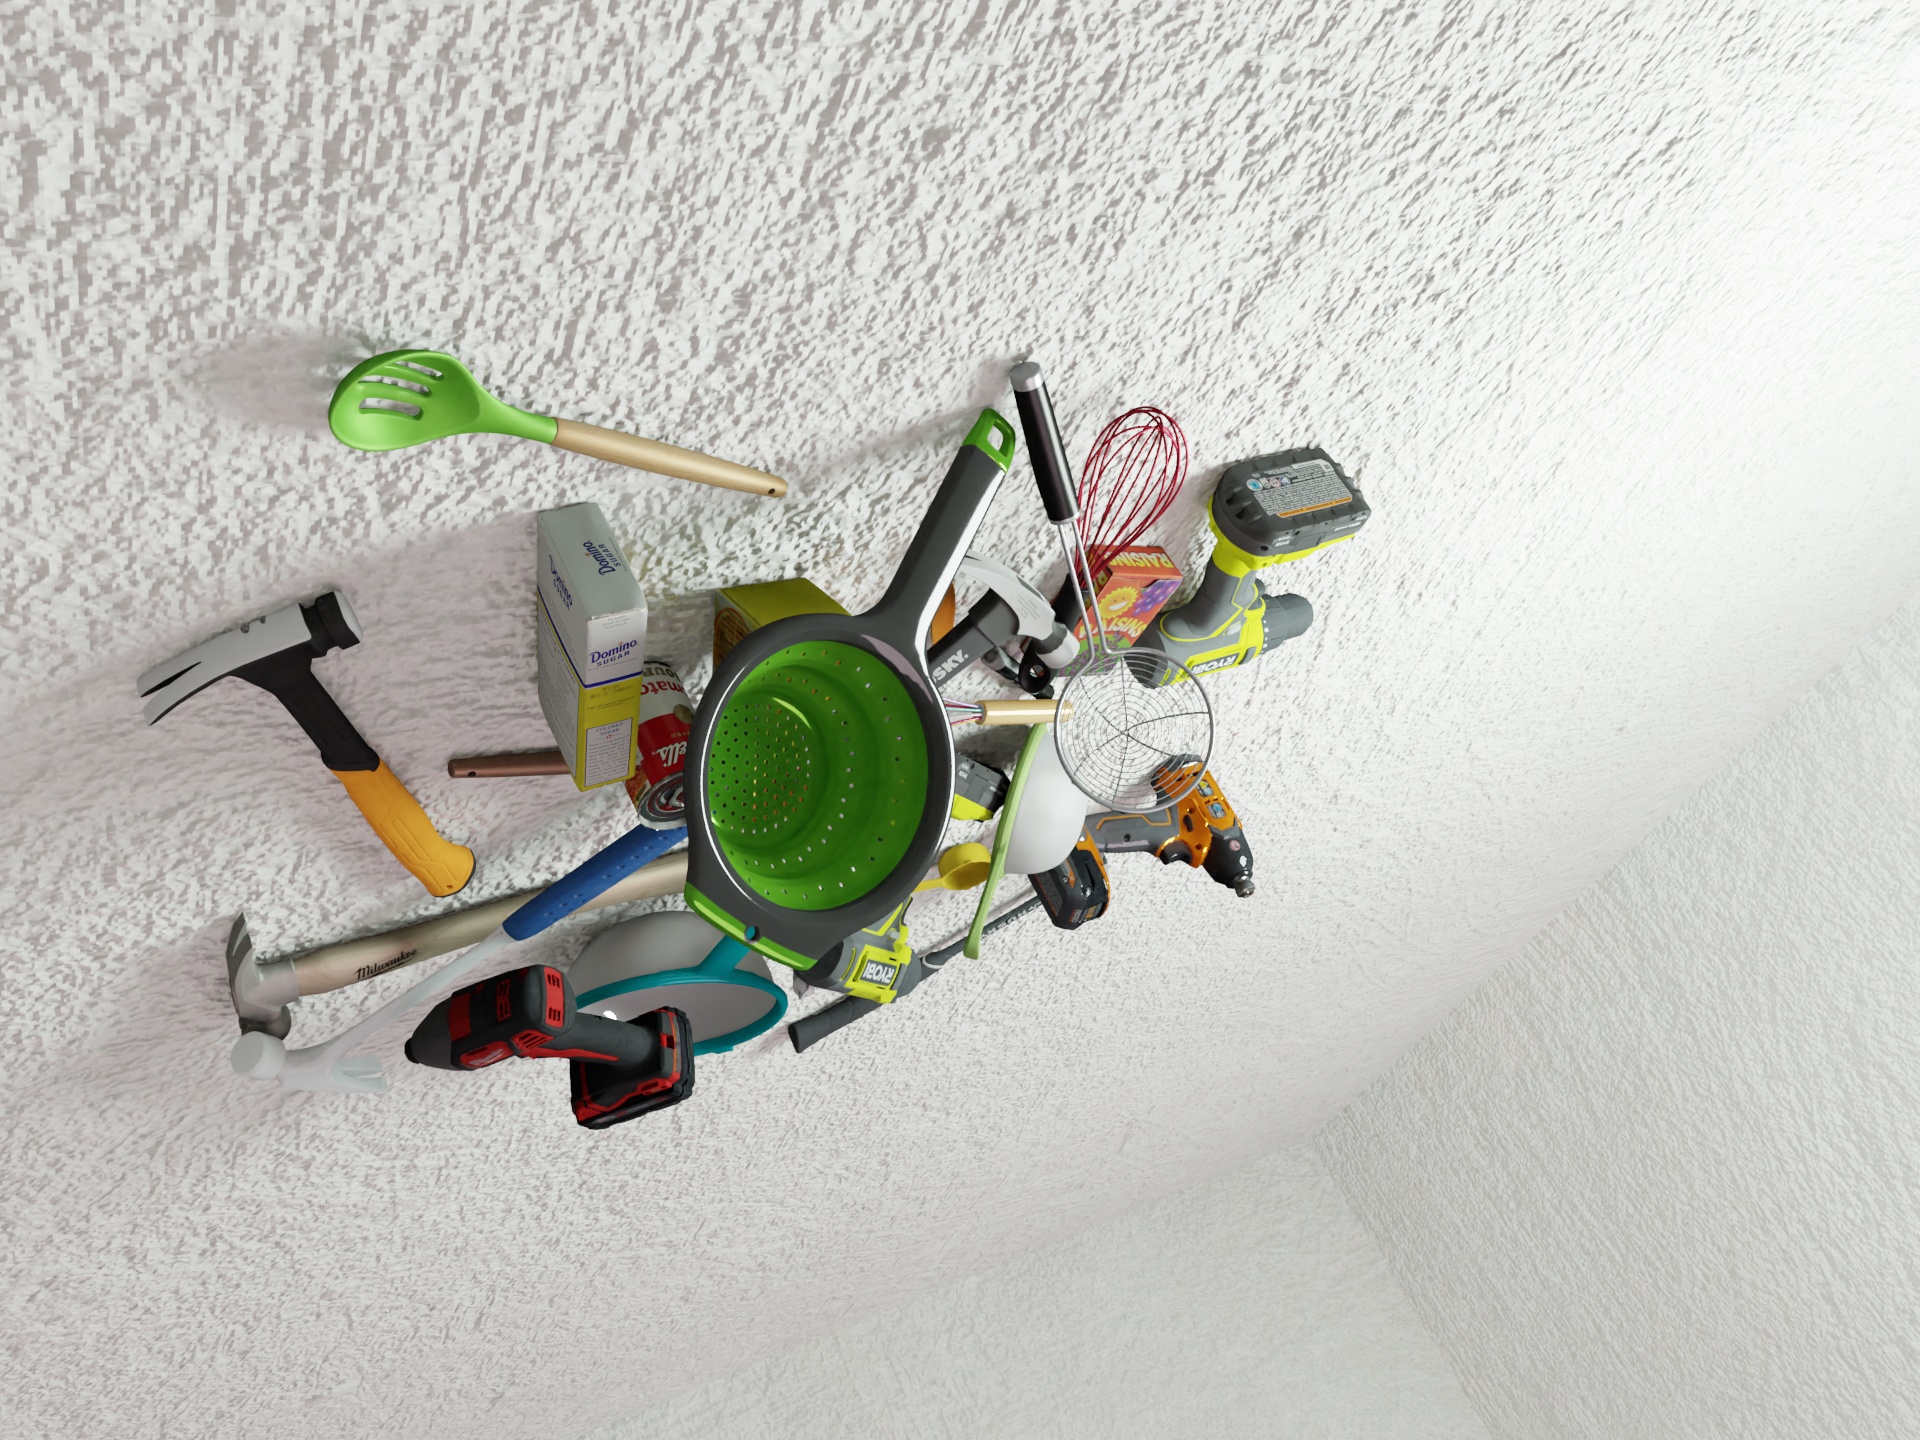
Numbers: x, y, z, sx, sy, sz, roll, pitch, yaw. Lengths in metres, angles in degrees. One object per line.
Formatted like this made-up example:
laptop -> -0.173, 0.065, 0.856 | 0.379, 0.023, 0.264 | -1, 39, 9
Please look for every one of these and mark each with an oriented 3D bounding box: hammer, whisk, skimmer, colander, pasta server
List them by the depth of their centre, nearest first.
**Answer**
colander -> -0.075, -0.036, 1.051 | 0.204, 0.094, 0.397 | 38, 69, -33
hammer -> -0.403, 0.040, 1.053 | 0.127, 0.034, 0.336 | -26, 151, -10
skimmer -> 0.100, -0.087, 1.146 | 0.127, 0.090, 0.362 | -25, 131, -6
pasta server -> -0.229, 0.033, 1.202 | 0.316, 0.040, 0.060 | -2, 130, -39
whisk -> 0.099, -0.120, 1.221 | 0.073, 0.073, 0.295 | -12, 146, -30
hammer -> -0.076, 0.001, 1.223 | 0.335, 0.035, 0.146 | -39, 127, 9
hammer -> -0.352, 0.169, 1.227 | 0.405, 0.035, 0.144 | -33, 152, 4
hammer -> -0.363, 0.152, 1.270 | 0.410, 0.038, 0.146 | -14, 147, -28
whisk -> -0.002, -0.002, 1.337 | 0.245, 0.047, 0.051 | -2, 148, -37
hammer -> -0.012, 0.259, 1.774 | 0.409, 0.036, 0.149 | -30, 153, 0

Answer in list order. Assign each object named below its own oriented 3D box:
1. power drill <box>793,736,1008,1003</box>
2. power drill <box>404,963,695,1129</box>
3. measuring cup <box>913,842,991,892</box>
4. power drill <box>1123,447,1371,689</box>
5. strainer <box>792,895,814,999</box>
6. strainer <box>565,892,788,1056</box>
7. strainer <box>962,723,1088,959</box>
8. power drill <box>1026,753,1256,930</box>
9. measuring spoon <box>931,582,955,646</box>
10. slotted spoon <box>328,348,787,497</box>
power drill -> -0.048, 0.133, 1.375 | 0.171, 0.080, 0.223 | 30, 82, -60
power drill -> -0.324, 0.260, 1.264 | 0.143, 0.079, 0.219 | -23, 148, 19
measuring cup -> -0.043, 0.155, 1.598 | 0.156, 0.029, 0.062 | -11, 148, -10
power drill -> 0.257, -0.125, 1.370 | 0.190, 0.080, 0.228 | -15, 151, -26
strainer -> -0.144, 0.201, 1.444 | 0.087, 0.050, 0.258 | -49, -168, 4
strainer -> -0.232, 0.194, 1.360 | 0.211, 0.095, 0.340 | 6, 146, -31
strainer -> 0.065, 0.116, 1.410 | 0.069, 0.257, 0.151 | 15, 136, 7
power drill -> 0.187, 0.135, 1.628 | 0.226, 0.164, 0.084 | -16, 149, -21
measuring spoon -> -0.016, -0.076, 1.261 | 0.021, 0.011, 0.116 | -20, 146, -17
slotted spoon -> -0.217, -0.160, 0.916 | 0.313, 0.031, 0.070 | 5, 136, -50
